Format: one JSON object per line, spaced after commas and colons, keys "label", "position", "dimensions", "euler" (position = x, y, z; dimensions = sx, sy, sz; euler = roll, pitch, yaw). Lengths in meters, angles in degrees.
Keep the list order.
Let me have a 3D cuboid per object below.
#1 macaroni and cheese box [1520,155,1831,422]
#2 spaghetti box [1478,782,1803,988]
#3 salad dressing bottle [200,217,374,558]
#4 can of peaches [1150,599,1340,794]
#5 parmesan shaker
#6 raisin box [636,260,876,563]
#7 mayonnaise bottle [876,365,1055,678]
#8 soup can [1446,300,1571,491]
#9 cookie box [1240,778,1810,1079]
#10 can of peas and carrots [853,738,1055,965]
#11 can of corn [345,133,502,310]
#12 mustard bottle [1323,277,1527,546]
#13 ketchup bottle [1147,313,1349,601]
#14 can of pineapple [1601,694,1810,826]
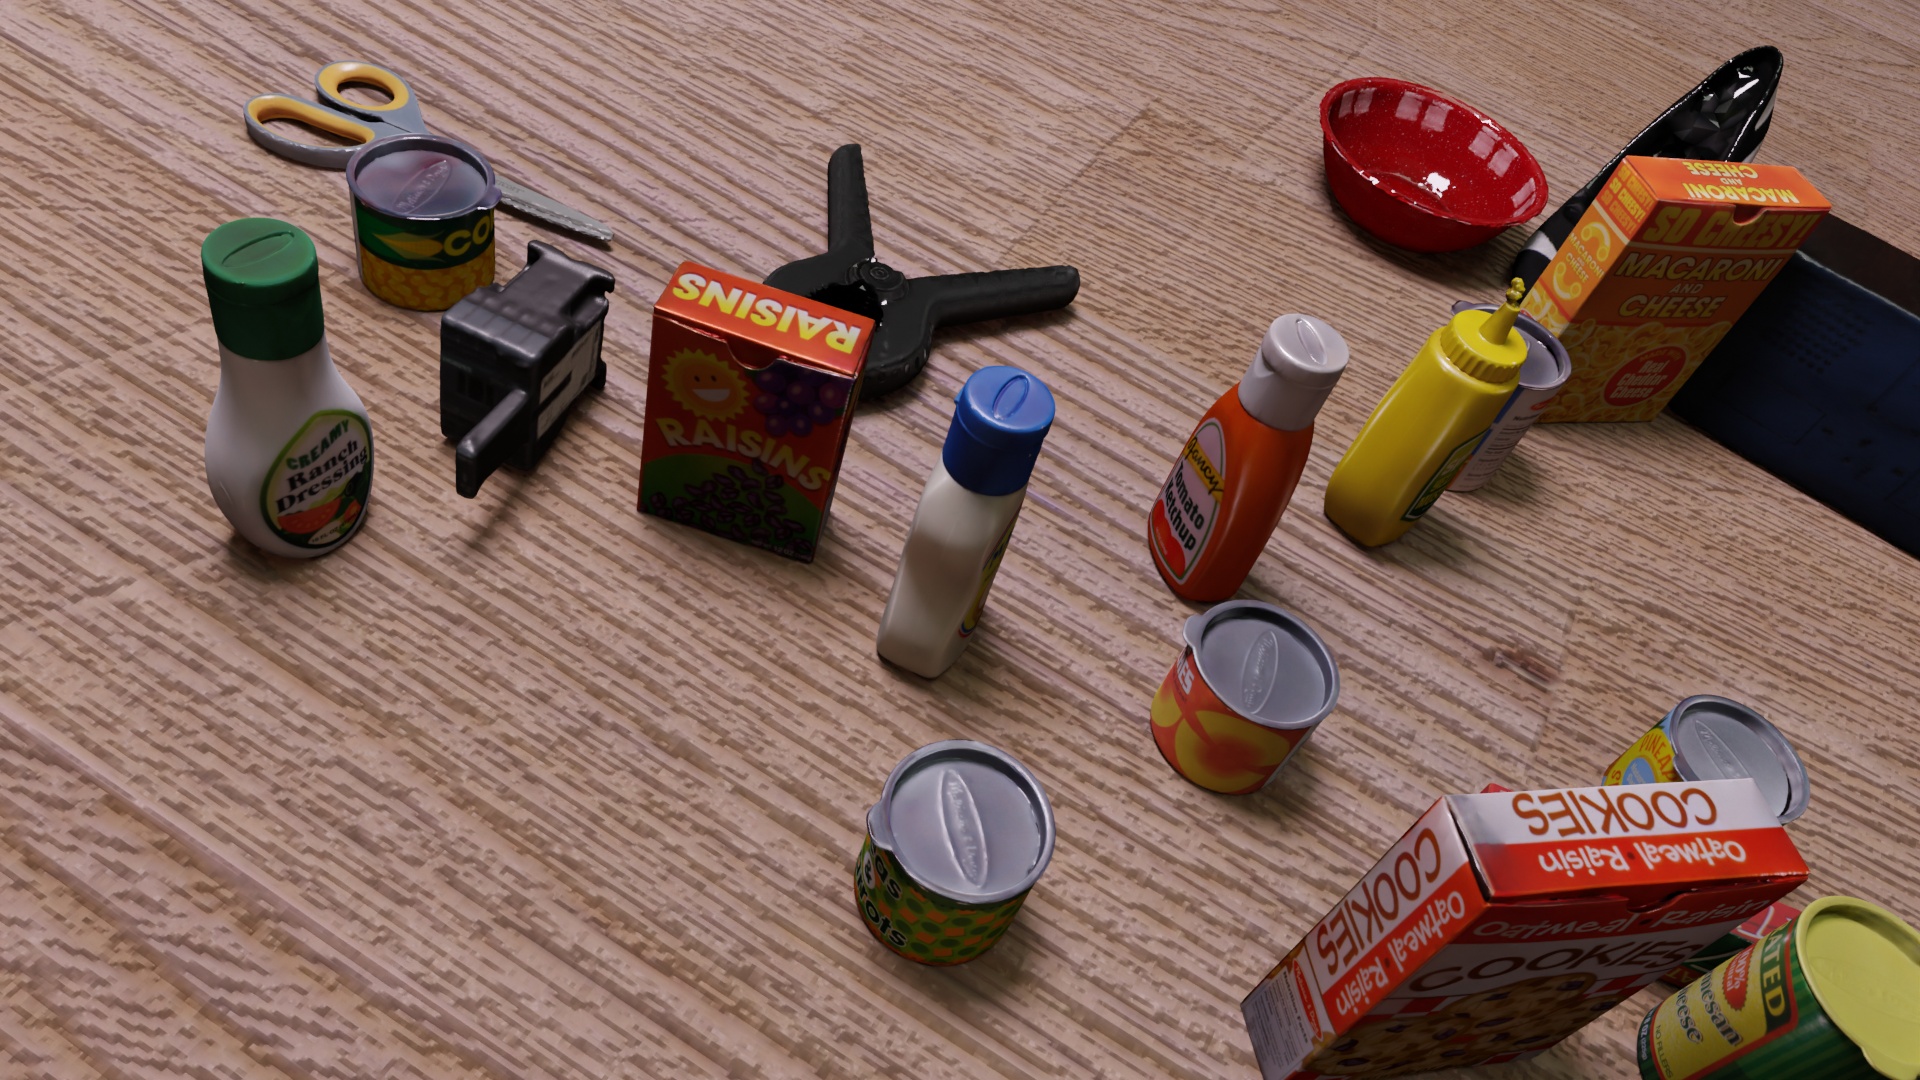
{"label": "macaroni and cheese box", "position": [0.389, -0.137, 0.795], "dimensions": [0.124, 0.165, 0.040], "euler": [-3, 52, -19]}
{"label": "spaghetti box", "position": [0.327, 0.172, 0.588], "dimensions": [0.250, 0.049, 0.029], "euler": [22, 48, 2]}
{"label": "salad dressing bottle", "position": [-0.260, -0.055, 0.533], "dimensions": [0.044, 0.146, 0.064], "euler": [35, 49, 13]}
{"label": "can of peaches", "position": [0.121, 0.068, 0.608], "dimensions": [0.071, 0.057, 0.071], "euler": [9, 49, -10]}
{"label": "parmesan shaker", "position": [0.318, 0.192, 0.533], "dimensions": [0.071, 0.102, 0.072], "euler": [9, 49, -10]}
{"label": "raisin box", "position": [-0.091, -0.052, 0.600], "dimensions": [0.086, 0.122, 0.040], "euler": [18, 48, -2]}
{"label": "mayonnaise bottle", "position": [0.002, -0.007, 0.575], "dimensions": [0.041, 0.147, 0.065], "euler": [26, 48, 5]}
{"label": "soup can", "position": [0.282, -0.080, 0.768], "dimensions": [0.071, 0.083, 0.072], "euler": [9, 49, -10]}
{"label": "cookie box", "position": [0.190, 0.144, 0.491], "dimensions": [0.123, 0.166, 0.040], "euler": [0, 51, -17]}
{"label": "can of peas and carrots", "position": [-0.006, 0.119, 0.524], "dimensions": [0.071, 0.058, 0.071], "euler": [9, 49, -10]}
{"label": "can of corn", "position": [-0.260, -0.154, 0.679], "dimensions": [0.071, 0.058, 0.071], "euler": [9, 49, -10]}
{"label": "mustard bottle", "position": [0.237, -0.064, 0.689], "dimensions": [0.065, 0.159, 0.049], "euler": [-30, 65, -35]}
{"label": "ketchup bottle", "position": [0.132, -0.038, 0.641], "dimensions": [0.043, 0.148, 0.065], "euler": [-1, 51, -18]}
{"label": "can of pineapple", "position": [0.338, 0.113, 0.637], "dimensions": [0.071, 0.057, 0.071], "euler": [9, 49, -10]}
